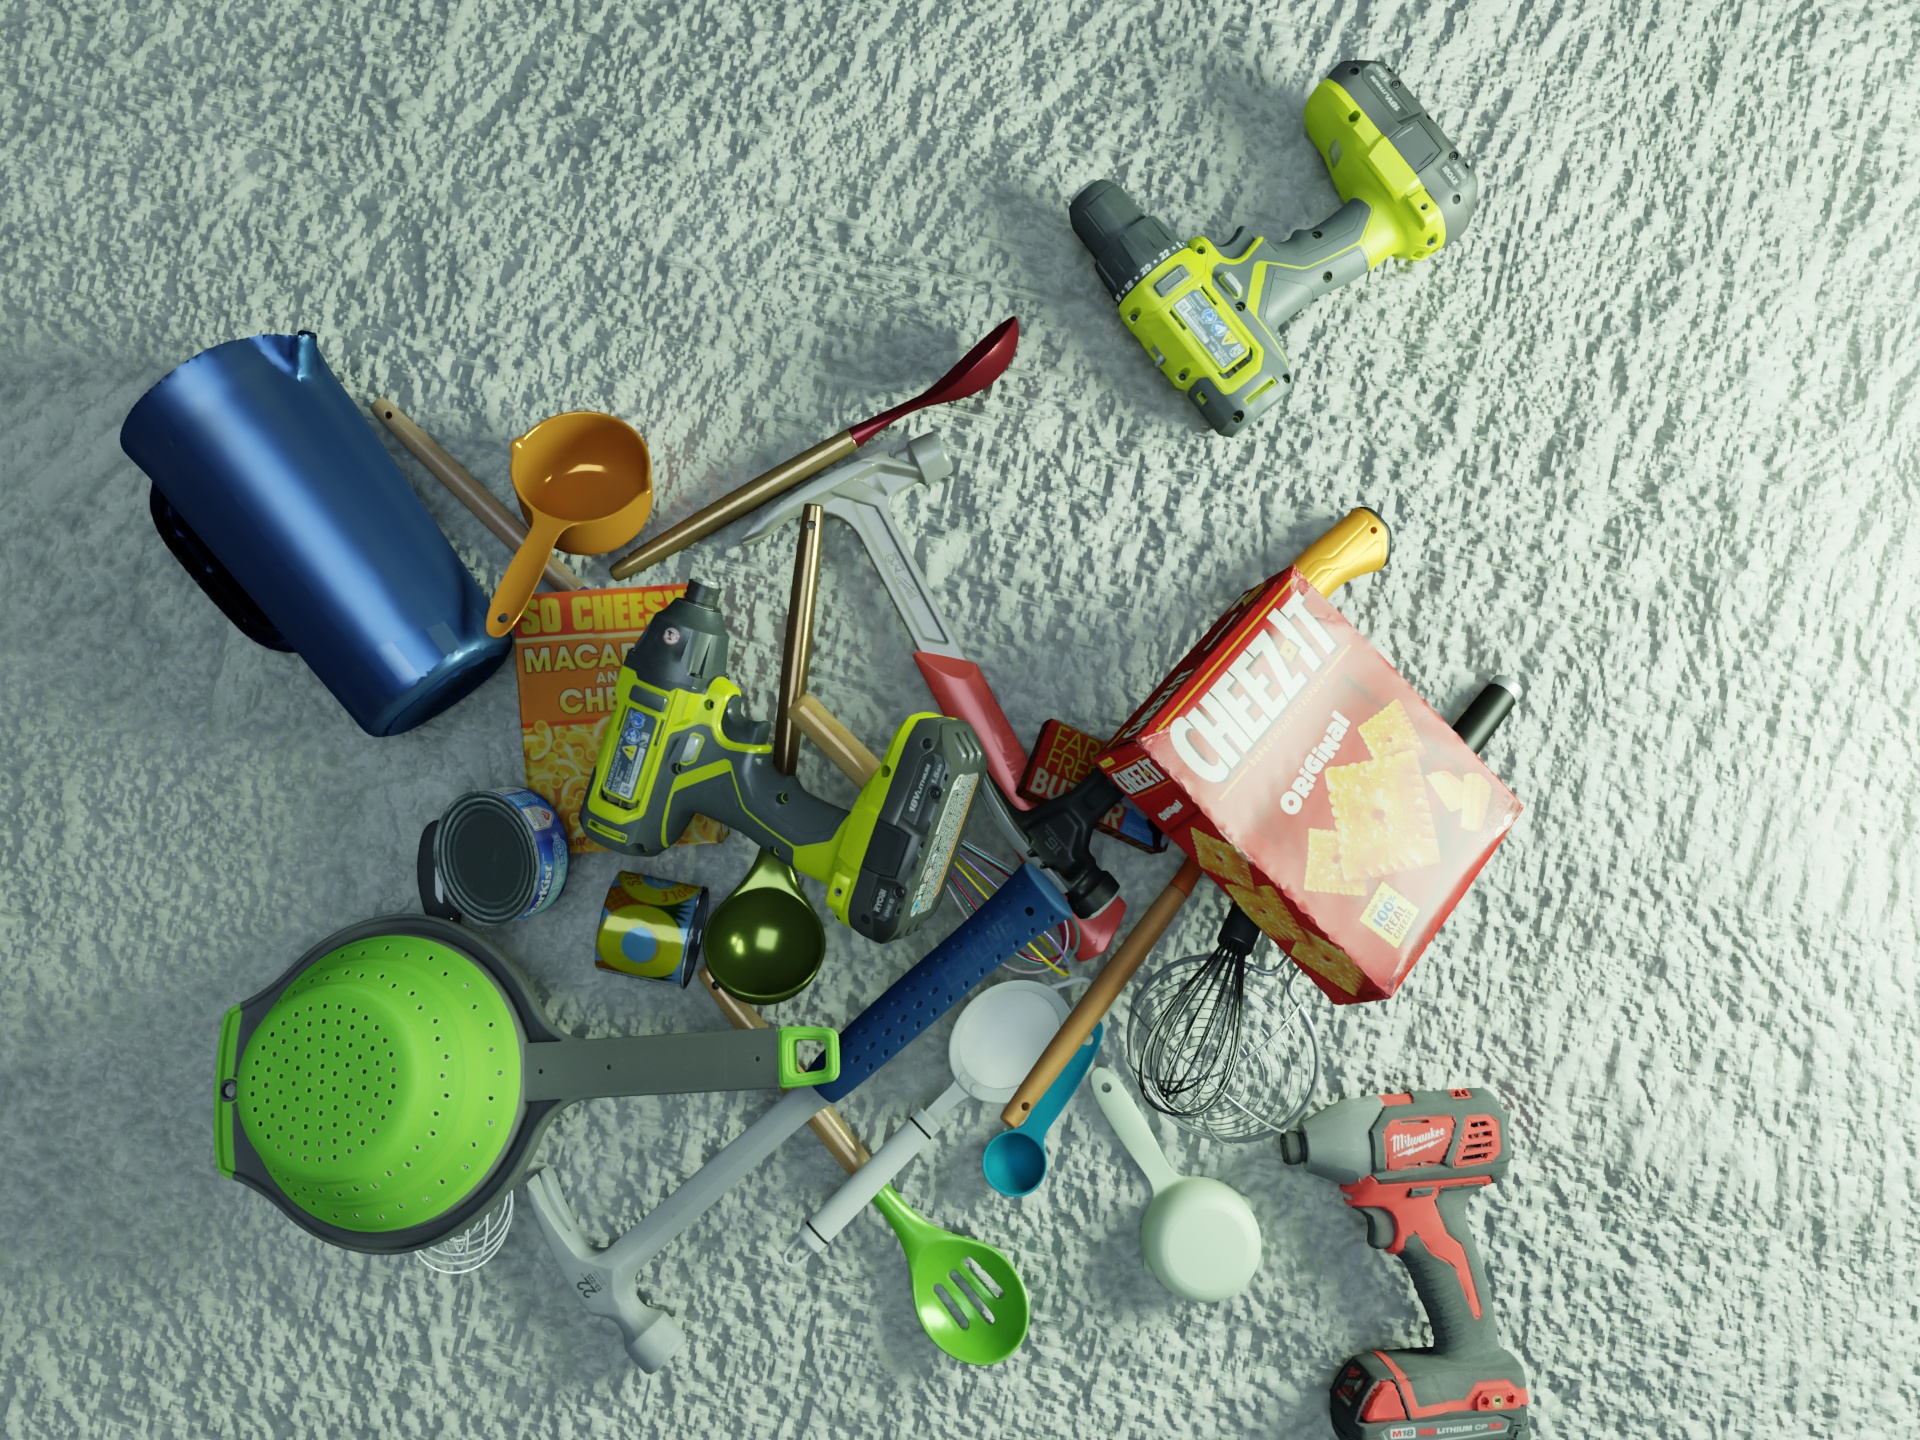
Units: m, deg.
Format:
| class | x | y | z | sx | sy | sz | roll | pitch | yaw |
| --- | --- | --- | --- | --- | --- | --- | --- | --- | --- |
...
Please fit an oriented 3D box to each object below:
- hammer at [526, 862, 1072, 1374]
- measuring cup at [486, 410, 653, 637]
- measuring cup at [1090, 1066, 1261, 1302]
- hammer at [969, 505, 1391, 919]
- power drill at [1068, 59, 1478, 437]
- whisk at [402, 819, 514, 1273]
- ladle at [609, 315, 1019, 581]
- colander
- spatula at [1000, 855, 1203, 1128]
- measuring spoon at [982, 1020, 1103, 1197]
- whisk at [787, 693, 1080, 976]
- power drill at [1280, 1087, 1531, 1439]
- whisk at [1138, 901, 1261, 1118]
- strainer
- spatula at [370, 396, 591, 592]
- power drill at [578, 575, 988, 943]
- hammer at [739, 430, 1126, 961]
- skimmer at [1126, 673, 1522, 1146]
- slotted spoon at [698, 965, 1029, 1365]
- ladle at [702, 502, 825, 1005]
| class | x | y | z | sx | sy | sz | roll | pitch | yaw |
| --- | --- | --- | --- | --- | --- | --- | --- | --- | --- |
| hammer | -0.099 | 0.229 | 0.981 | 0.405 | 0.035 | 0.144 | -43 | 87 | 11 |
| measuring cup | -0.255 | -0.114 | 1.009 | 0.095 | 0.052 | 0.174 | 18 | 64 | 3 |
| measuring cup | 0.133 | 0.299 | 1.027 | 0.083 | 0.038 | 0.167 | -32 | 90 | -4 |
| hammer | 0.154 | -0.031 | 1.016 | 0.337 | 0.034 | 0.127 | -42 | 96 | -17 |
| power drill | 0.203 | -0.326 | 1.054 | 0.228 | 0.080 | 0.190 | -38 | 89 | -1 |
| whisk | -0.323 | 0.204 | 1.014 | 0.070 | 0.070 | 0.285 | -5 | 81 | -2 |
| ladle | -0.094 | -0.174 | 1.048 | 0.315 | 0.069 | 0.031 | -30 | 106 | 2 |
| colander | -0.273 | 0.206 | 0.931 | 0.397 | 0.094 | 0.205 | -5 | 77 | 6 |
| spatula | 0.129 | 0.128 | 1.015 | 0.081 | 0.041 | 0.323 | 45 | 71 | -15 |
| measuring spoon | 0.058 | 0.252 | 1.043 | 0.042 | 0.021 | 0.129 | 31 | 77 | 8 |
| whisk | -0.016 | 0.074 | 0.997 | 0.245 | 0.047 | 0.051 | 45 | 124 | -6 |
| power drill | 0.283 | 0.349 | 1.014 | 0.143 | 0.078 | 0.220 | -4 | 84 | -2 |
| whisk | 0.171 | 0.137 | 0.976 | 0.055 | 0.055 | 0.239 | 29 | 63 | 0 |
| strainer | -0.018 | 0.249 | 1.011 | 0.258 | 0.050 | 0.086 | -44 | 115 | -11 |
| spatula | -0.273 | -0.099 | 1.050 | 0.316 | 0.018 | 0.060 | 44 | 89 | 0 |
| power drill | -0.106 | 0.024 | 0.945 | 0.223 | 0.080 | 0.171 | 21 | 98 | 16 |
| hammer | -0.002 | -0.003 | 1.044 | 0.149 | 0.036 | 0.359 | -27 | 87 | -3 |
| skimmer | 0.250 | 0.116 | 1.049 | 0.127 | 0.090 | 0.363 | 38 | 75 | 13 |
| slotted spoon | -0.067 | 0.282 | 1.029 | 0.070 | 0.031 | 0.314 | -39 | 87 | -4 |
| ladle | -0.111 | 0.021 | 1.011 | 0.078 | 0.062 | 0.320 | 6 | 93 | -7 |
